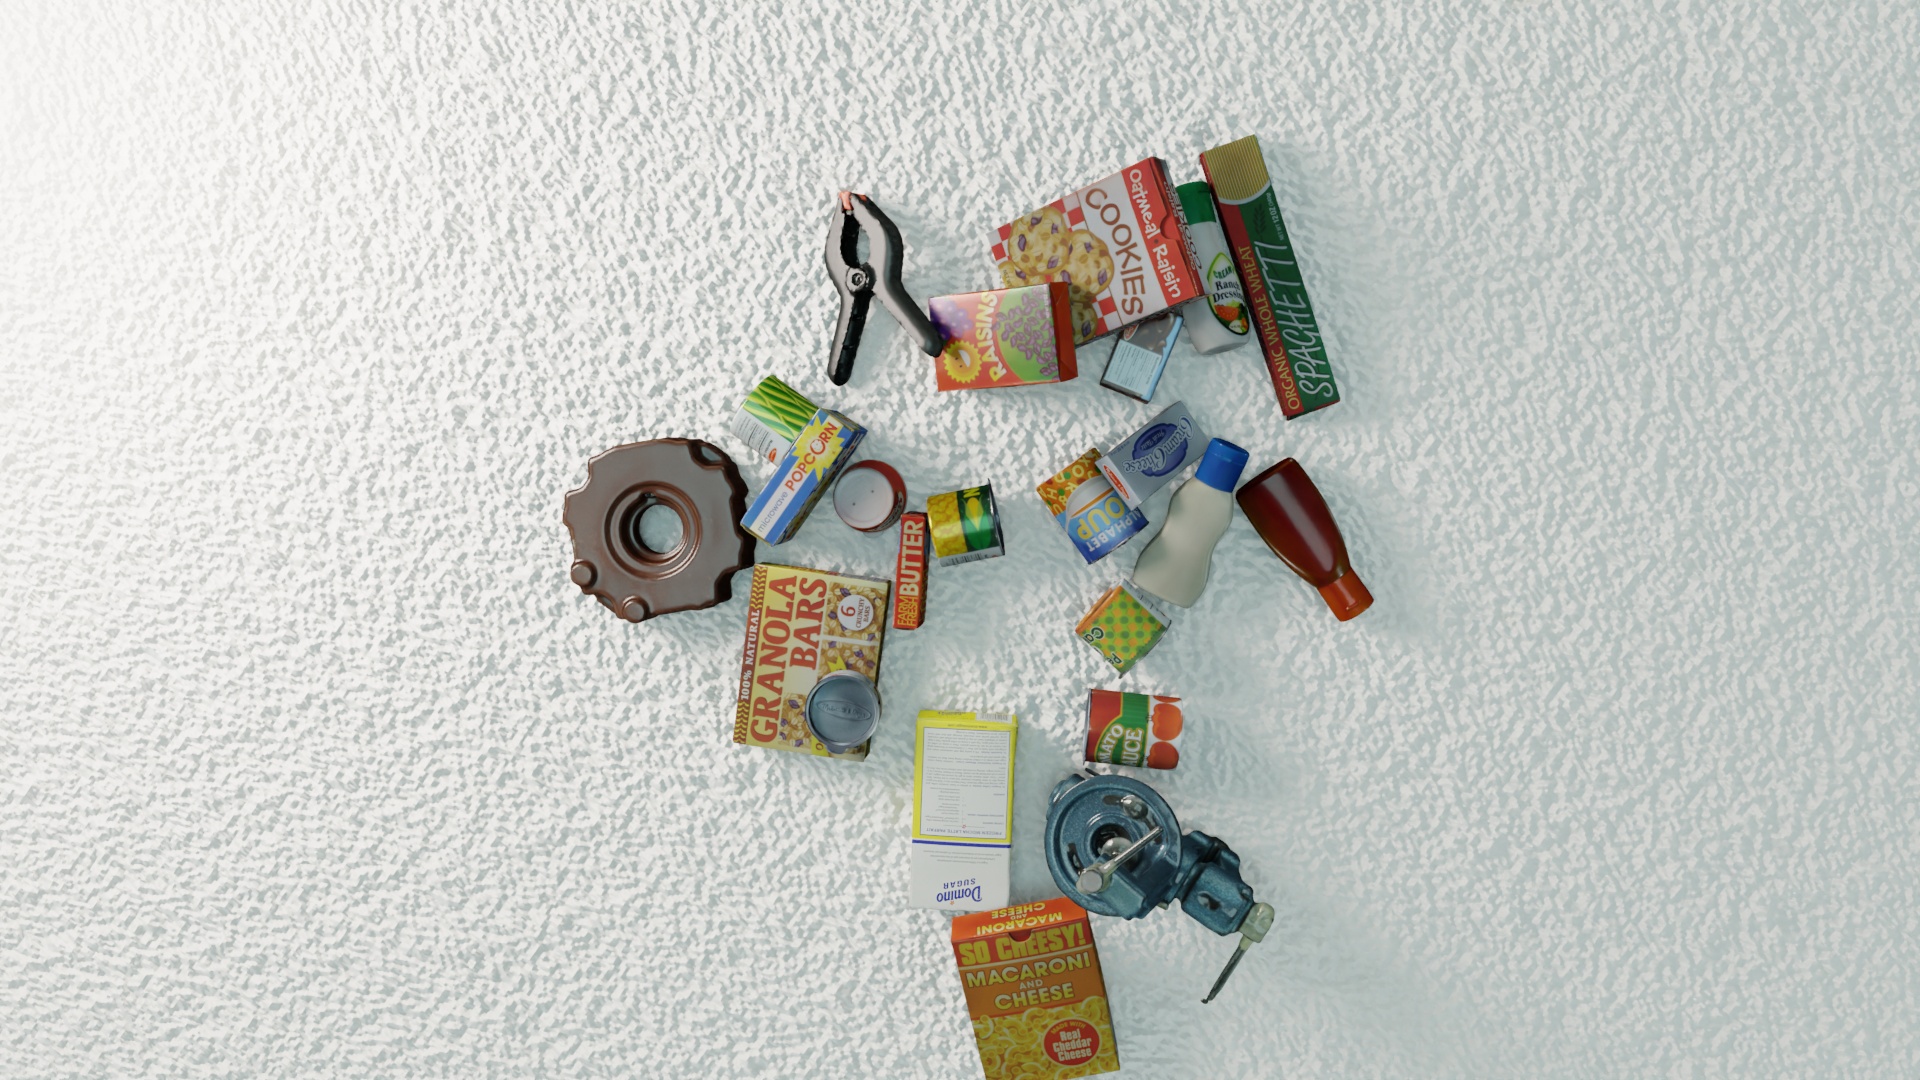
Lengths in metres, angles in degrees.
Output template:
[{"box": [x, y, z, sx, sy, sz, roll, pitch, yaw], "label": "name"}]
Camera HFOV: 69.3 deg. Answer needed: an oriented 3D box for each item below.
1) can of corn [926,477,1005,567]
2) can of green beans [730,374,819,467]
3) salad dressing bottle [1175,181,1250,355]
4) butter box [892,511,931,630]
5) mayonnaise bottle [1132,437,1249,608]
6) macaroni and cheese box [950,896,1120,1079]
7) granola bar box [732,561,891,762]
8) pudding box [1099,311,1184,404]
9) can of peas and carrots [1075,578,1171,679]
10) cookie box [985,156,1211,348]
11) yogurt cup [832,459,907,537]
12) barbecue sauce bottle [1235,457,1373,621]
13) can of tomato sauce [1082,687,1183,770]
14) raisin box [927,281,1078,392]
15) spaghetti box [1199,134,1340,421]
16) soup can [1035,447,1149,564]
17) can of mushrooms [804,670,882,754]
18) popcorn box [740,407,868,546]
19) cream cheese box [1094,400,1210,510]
[{"box": [0.004, -0.016, 1.238, 0.058, 0.071, 0.071, -12, 93, 5], "label": "can of corn"}, {"box": [-0.164, -0.106, 1.244, 0.058, 0.071, 0.071, 36, 95, 1], "label": "can of green beans"}, {"box": [0.215, -0.239, 1.218, 0.064, 0.044, 0.147, -9, 85, -40], "label": "salad dressing bottle"}, {"box": [-0.043, 0.027, 1.250, 0.024, 0.053, 0.103, 5, 94, 5], "label": "butter box"}, {"box": [0.208, -0.017, 1.224, 0.065, 0.041, 0.147, 25, 106, 7], "label": "mayonnaise bottle"}, {"box": [0.069, 0.409, 1.251, 0.124, 0.040, 0.166, -12, 108, 4], "label": "macaroni and cheese box"}, {"box": [-0.135, 0.109, 1.268, 0.124, 0.039, 0.165, 8, 94, 2], "label": "granola bar box"}, {"box": [0.161, -0.168, 1.237, 0.050, 0.030, 0.083, 22, 94, 3], "label": "pudding box"}, {"box": [0.142, 0.078, 1.234, 0.059, 0.071, 0.071, 42, 95, 1], "label": "can of peas and carrots"}, {"box": [0.117, -0.239, 1.196, 0.167, 0.040, 0.123, -18, 92, 32], "label": "cookie box"}, {"box": [-0.084, -0.039, 1.249, 0.072, 0.054, 0.072, 0, 93, 4], "label": "yogurt cup"}, {"box": [0.309, 0.002, 1.230, 0.065, 0.044, 0.148, -35, 91, 14], "label": "barbecue sauce bottle"}, {"box": [0.153, 0.170, 1.237, 0.083, 0.071, 0.071, 6, 94, 3], "label": "can of tomato sauce"}, {"box": [0.036, -0.176, 1.211, 0.123, 0.040, 0.086, -1, 102, 32], "label": "raisin box"}, {"box": [0.274, -0.231, 1.226, 0.050, 0.029, 0.250, -18, 92, 5], "label": "spaghetti box"}, {"box": [0.117, -0.031, 1.227, 0.071, 0.071, 0.084, -35, 91, 5], "label": "soup can"}, {"box": [-0.104, 0.151, 1.232, 0.071, 0.033, 0.071, 0, 94, 2], "label": "can of mushrooms"}, {"box": [-0.138, -0.057, 1.235, 0.038, 0.085, 0.126, 36, 95, 2], "label": "popcorn box"}, {"box": [0.170, -0.075, 1.218, 0.104, 0.024, 0.053, -37, 91, -30], "label": "cream cheese box"}]
